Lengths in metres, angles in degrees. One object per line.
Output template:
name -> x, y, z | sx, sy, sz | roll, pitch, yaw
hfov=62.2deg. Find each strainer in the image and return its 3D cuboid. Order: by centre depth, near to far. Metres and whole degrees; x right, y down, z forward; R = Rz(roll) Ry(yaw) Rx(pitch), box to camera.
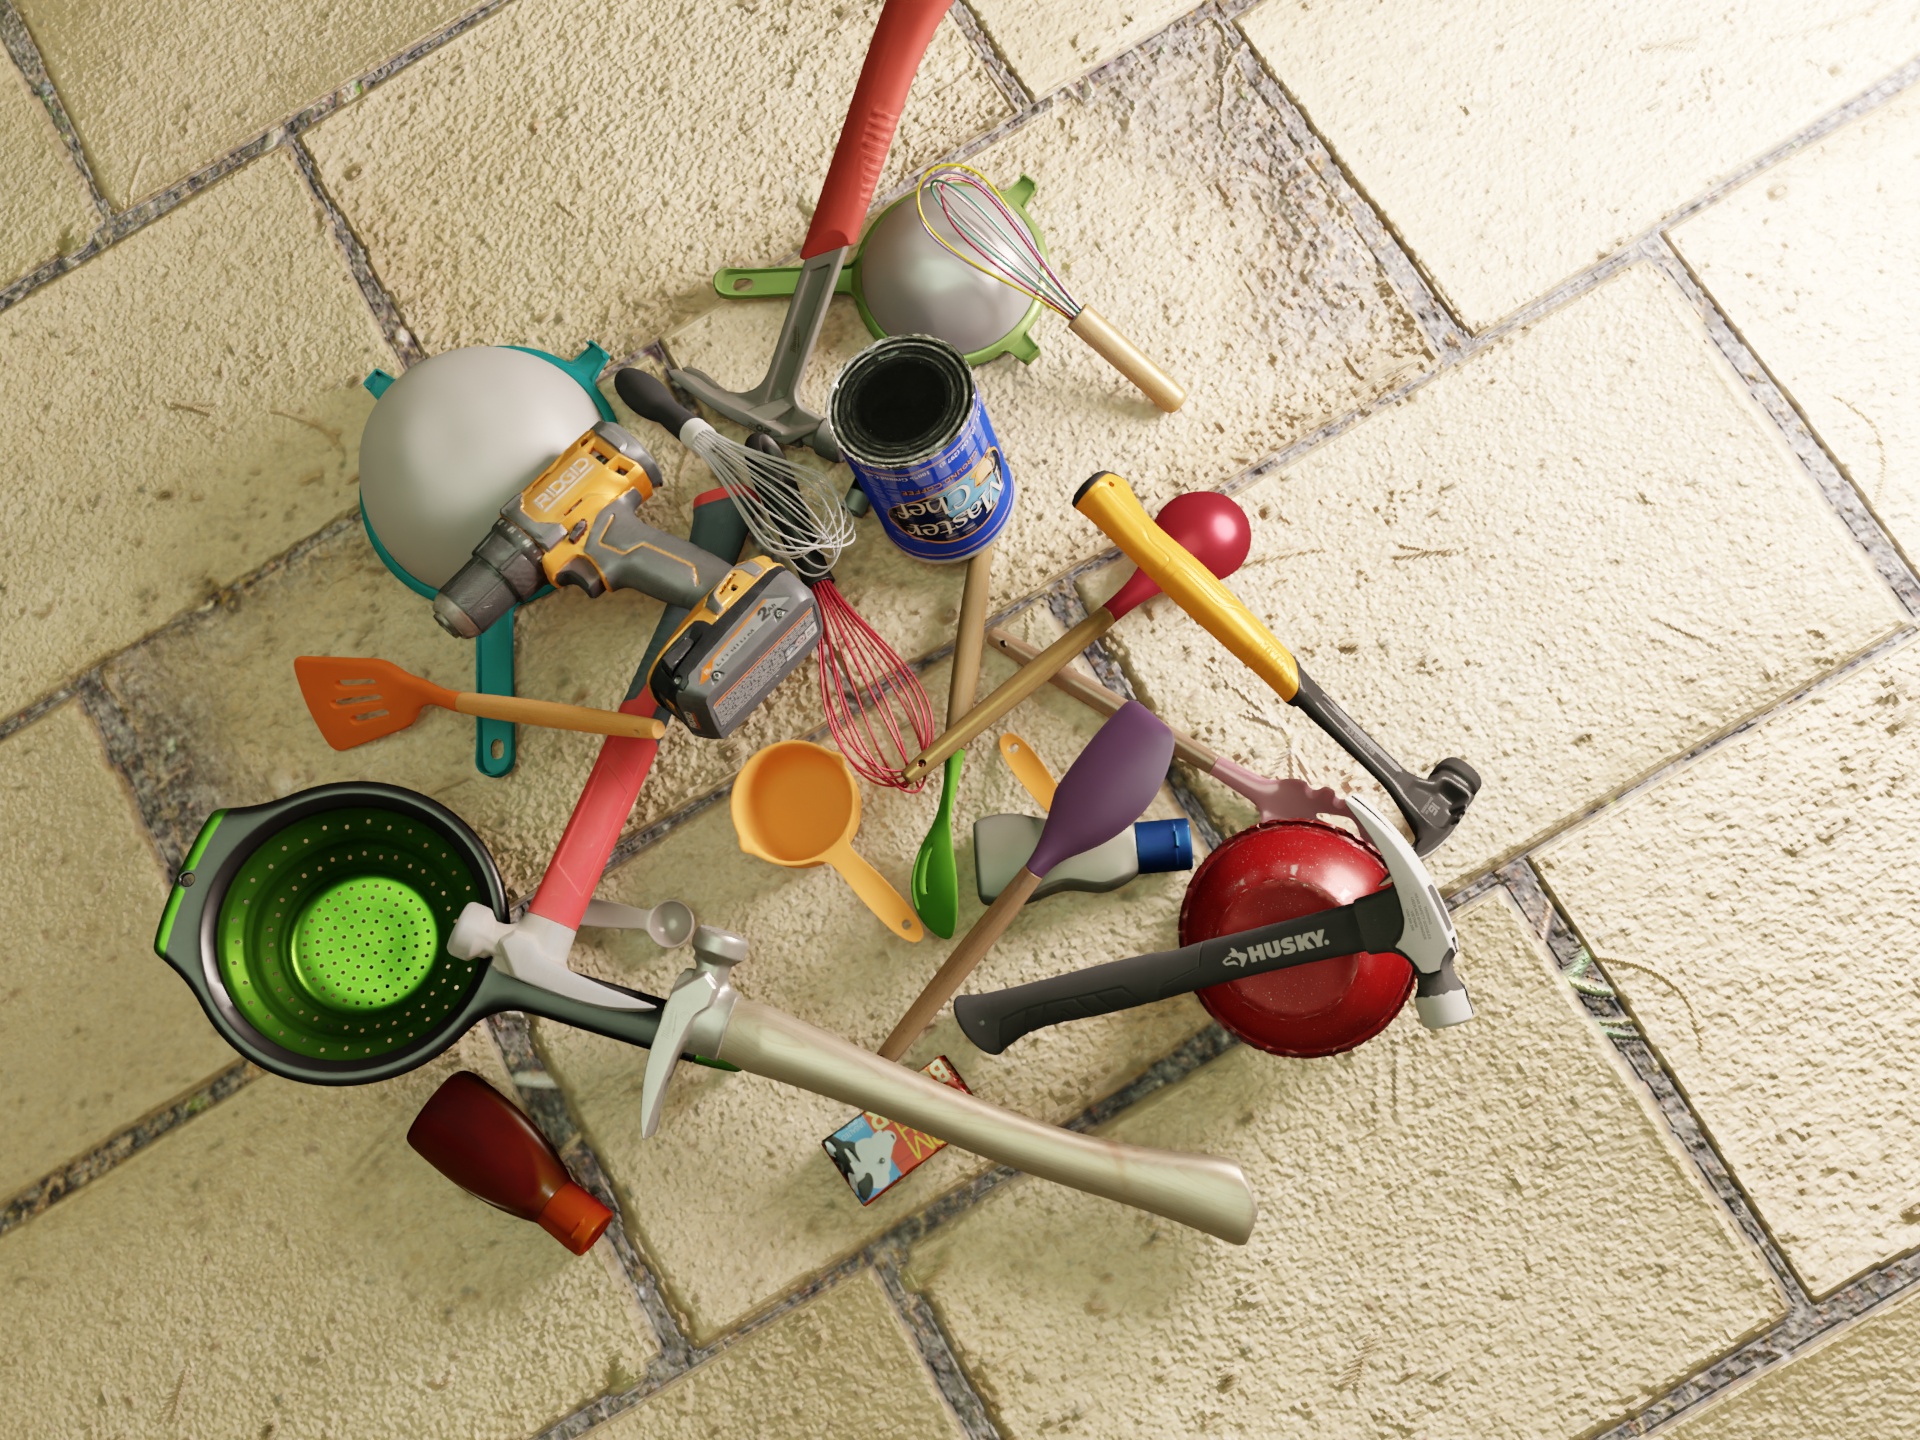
strainer -> -0.358, -0.132, 1.163 | 0.211, 0.095, 0.340 | -6, 78, 6
strainer -> -0.063, -0.340, 1.180 | 0.256, 0.069, 0.151 | -1, 79, 5

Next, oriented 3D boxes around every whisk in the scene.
whisk -> 0.069, -0.306, 1.131 | 0.245, 0.051, 0.047 | 38, 69, -13
whisk -> -0.169, -0.190, 1.135 | 0.070, 0.070, 0.285 | -48, 56, -3
whisk -> -0.093, -0.079, 1.137 | 0.073, 0.073, 0.296 | -25, 76, 2

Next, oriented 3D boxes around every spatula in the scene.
spatula -> 0.035, 0.122, 1.066 | 0.060, 0.018, 0.316 | 43, 103, 24
spatula -> -0.337, -0.005, 1.109 | 0.323, 0.041, 0.081 | 6, 123, 31

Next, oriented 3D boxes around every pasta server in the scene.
pasta server -> 0.152, 0.017, 1.104 | 0.316, 0.040, 0.060 | 31, 101, 12

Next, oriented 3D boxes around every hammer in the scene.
hammer -> 0.144, 0.154, 1.021 | 0.335, 0.035, 0.146 | -19, 84, 25
hammer -> -0.008, 0.270, 1.051 | 0.410, 0.038, 0.146 | 18, 84, 7
hammer -> 0.199, -0.040, 1.059 | 0.337, 0.034, 0.127 | 45, 45, 7
hammer -> -0.089, -0.369, 1.116 | 0.149, 0.037, 0.359 | 28, 116, 10
hammer -> -0.211, 0.009, 1.120 | 0.143, 0.038, 0.386 | 23, 72, -8

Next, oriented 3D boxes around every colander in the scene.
colander -> -0.341, 0.177, 1.116 | 0.397, 0.094, 0.205 | 19, 72, -8

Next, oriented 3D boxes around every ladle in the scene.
ladle -> 0.082, -0.058, 1.104 | 0.315, 0.031, 0.069 | -39, 81, -11

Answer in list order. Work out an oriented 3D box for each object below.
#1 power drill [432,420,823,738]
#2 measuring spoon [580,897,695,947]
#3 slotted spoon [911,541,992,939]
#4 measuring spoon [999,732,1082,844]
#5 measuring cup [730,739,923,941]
power drill -> -0.231, -0.082, 1.081 | 0.226, 0.084, 0.185 | 38, 73, 17
measuring spoon -> -0.247, 0.140, 1.143 | 0.124, 0.018, 0.034 | 6, 80, 15
slotted spoon -> -0.002, -0.004, 1.122 | 0.031, 0.070, 0.314 | 12, 74, -14
measuring spoon -> 0.058, 0.047, 1.101 | 0.021, 0.011, 0.117 | -37, 48, 1
measuring cup -> -0.084, 0.091, 1.112 | 0.095, 0.052, 0.174 | -44, 80, -2
